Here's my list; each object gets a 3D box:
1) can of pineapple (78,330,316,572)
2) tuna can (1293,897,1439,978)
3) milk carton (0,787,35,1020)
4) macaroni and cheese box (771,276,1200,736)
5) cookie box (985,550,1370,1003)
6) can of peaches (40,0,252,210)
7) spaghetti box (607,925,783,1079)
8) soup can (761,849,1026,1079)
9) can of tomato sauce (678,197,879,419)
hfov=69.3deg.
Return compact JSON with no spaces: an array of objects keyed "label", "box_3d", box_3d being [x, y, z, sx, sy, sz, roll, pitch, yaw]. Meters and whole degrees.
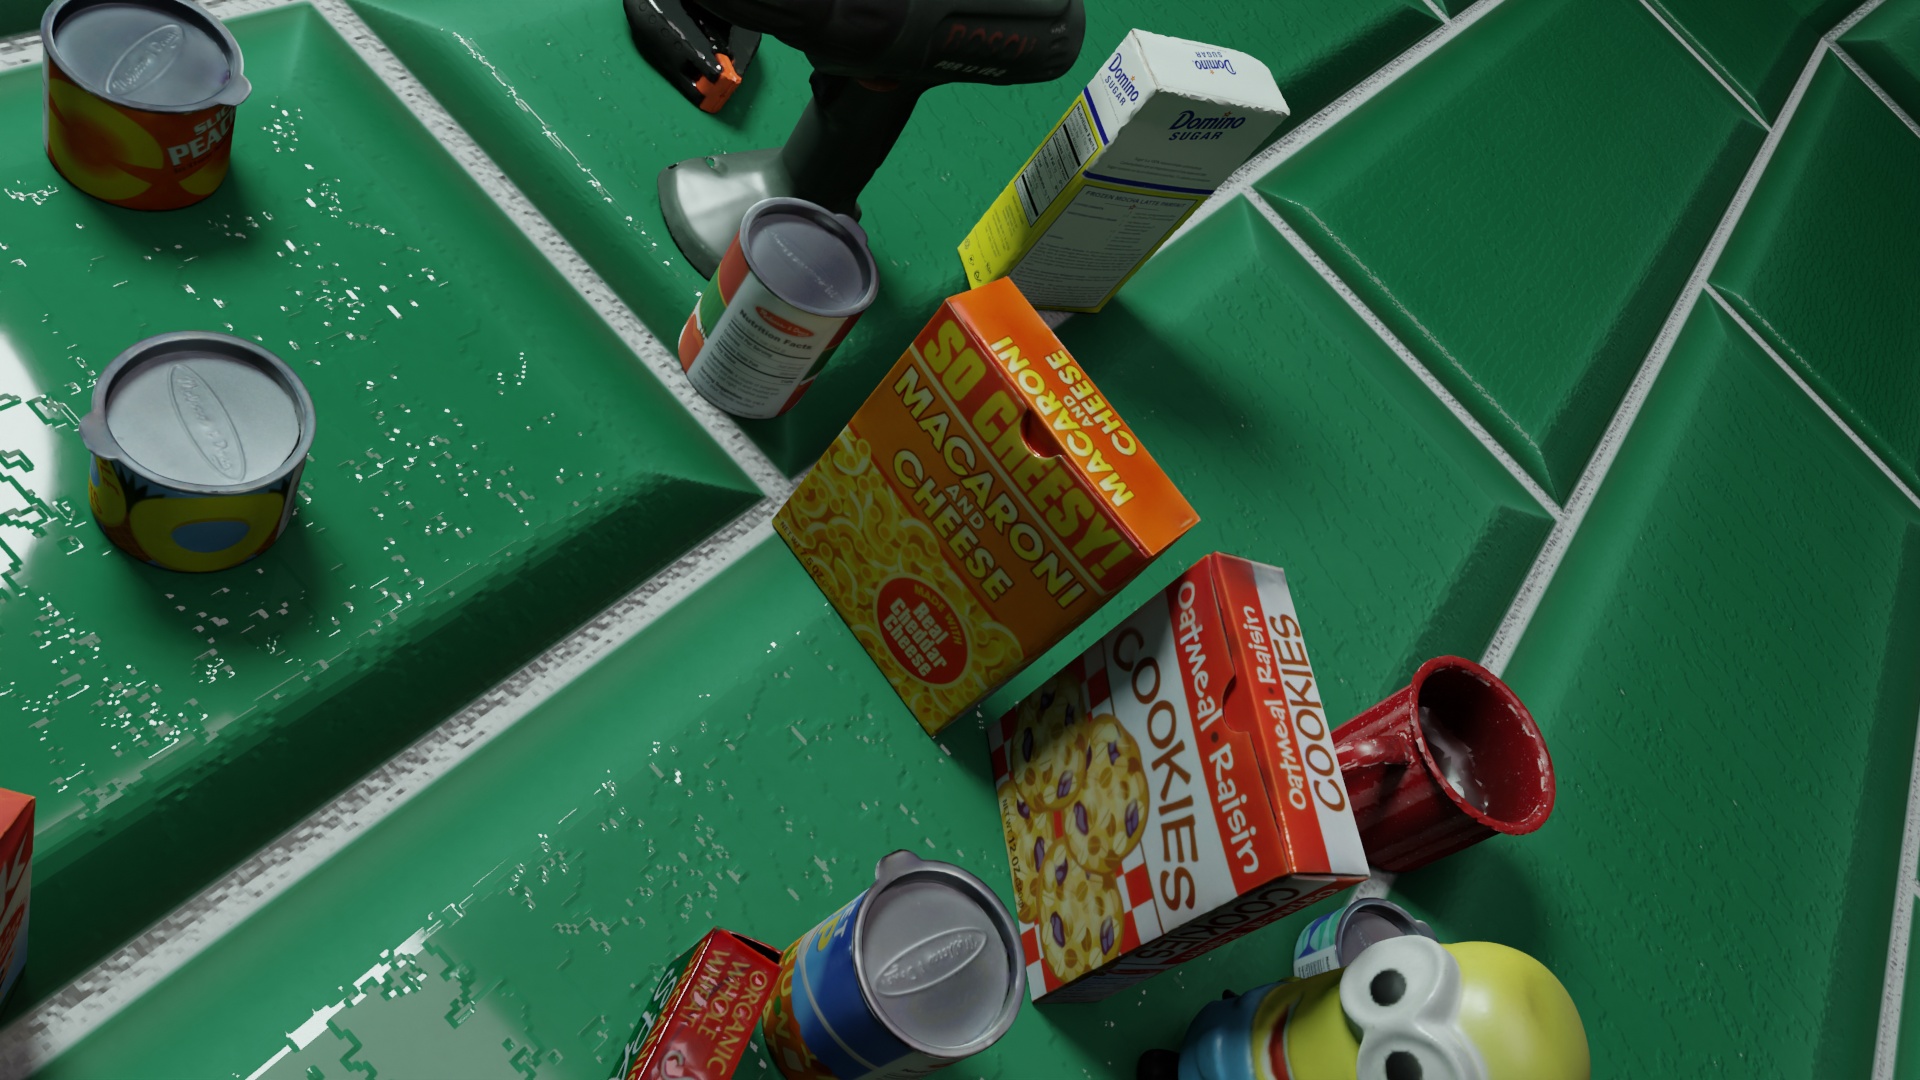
[{"label":"can of pineapple","box_3d":[-0.266,-0.030,0.483,0.071,0.057,0.071,17,52,-24]},{"label":"tuna can","box_3d":[0.191,0.202,0.646,0.071,0.032,0.071,17,52,-23]},{"label":"milk carton","box_3d":[-0.261,0.097,0.308,0.072,0.189,0.074,22,50,-20]},{"label":"macaroni and cheese box","box_3d":[0.002,-0.007,0.572,0.040,0.165,0.124,-30,80,-43]},{"label":"cookie box","box_3d":[0.075,0.099,0.547,0.040,0.166,0.123,9,56,-29]},{"label":"can of peaches","box_3d":[-0.319,-0.172,0.545,0.071,0.057,0.071,17,52,-24]},{"label":"spaghetti box","box_3d":[-0.122,0.229,0.407,0.028,0.050,0.251,35,47,-9]},{"label":"soup can","box_3d":[-0.027,0.157,0.497,0.071,0.083,0.072,17,52,-24]},{"label":"can of tomato sauce","box_3d":[-0.085,-0.106,0.639,0.071,0.082,0.071,17,52,-24]}]
